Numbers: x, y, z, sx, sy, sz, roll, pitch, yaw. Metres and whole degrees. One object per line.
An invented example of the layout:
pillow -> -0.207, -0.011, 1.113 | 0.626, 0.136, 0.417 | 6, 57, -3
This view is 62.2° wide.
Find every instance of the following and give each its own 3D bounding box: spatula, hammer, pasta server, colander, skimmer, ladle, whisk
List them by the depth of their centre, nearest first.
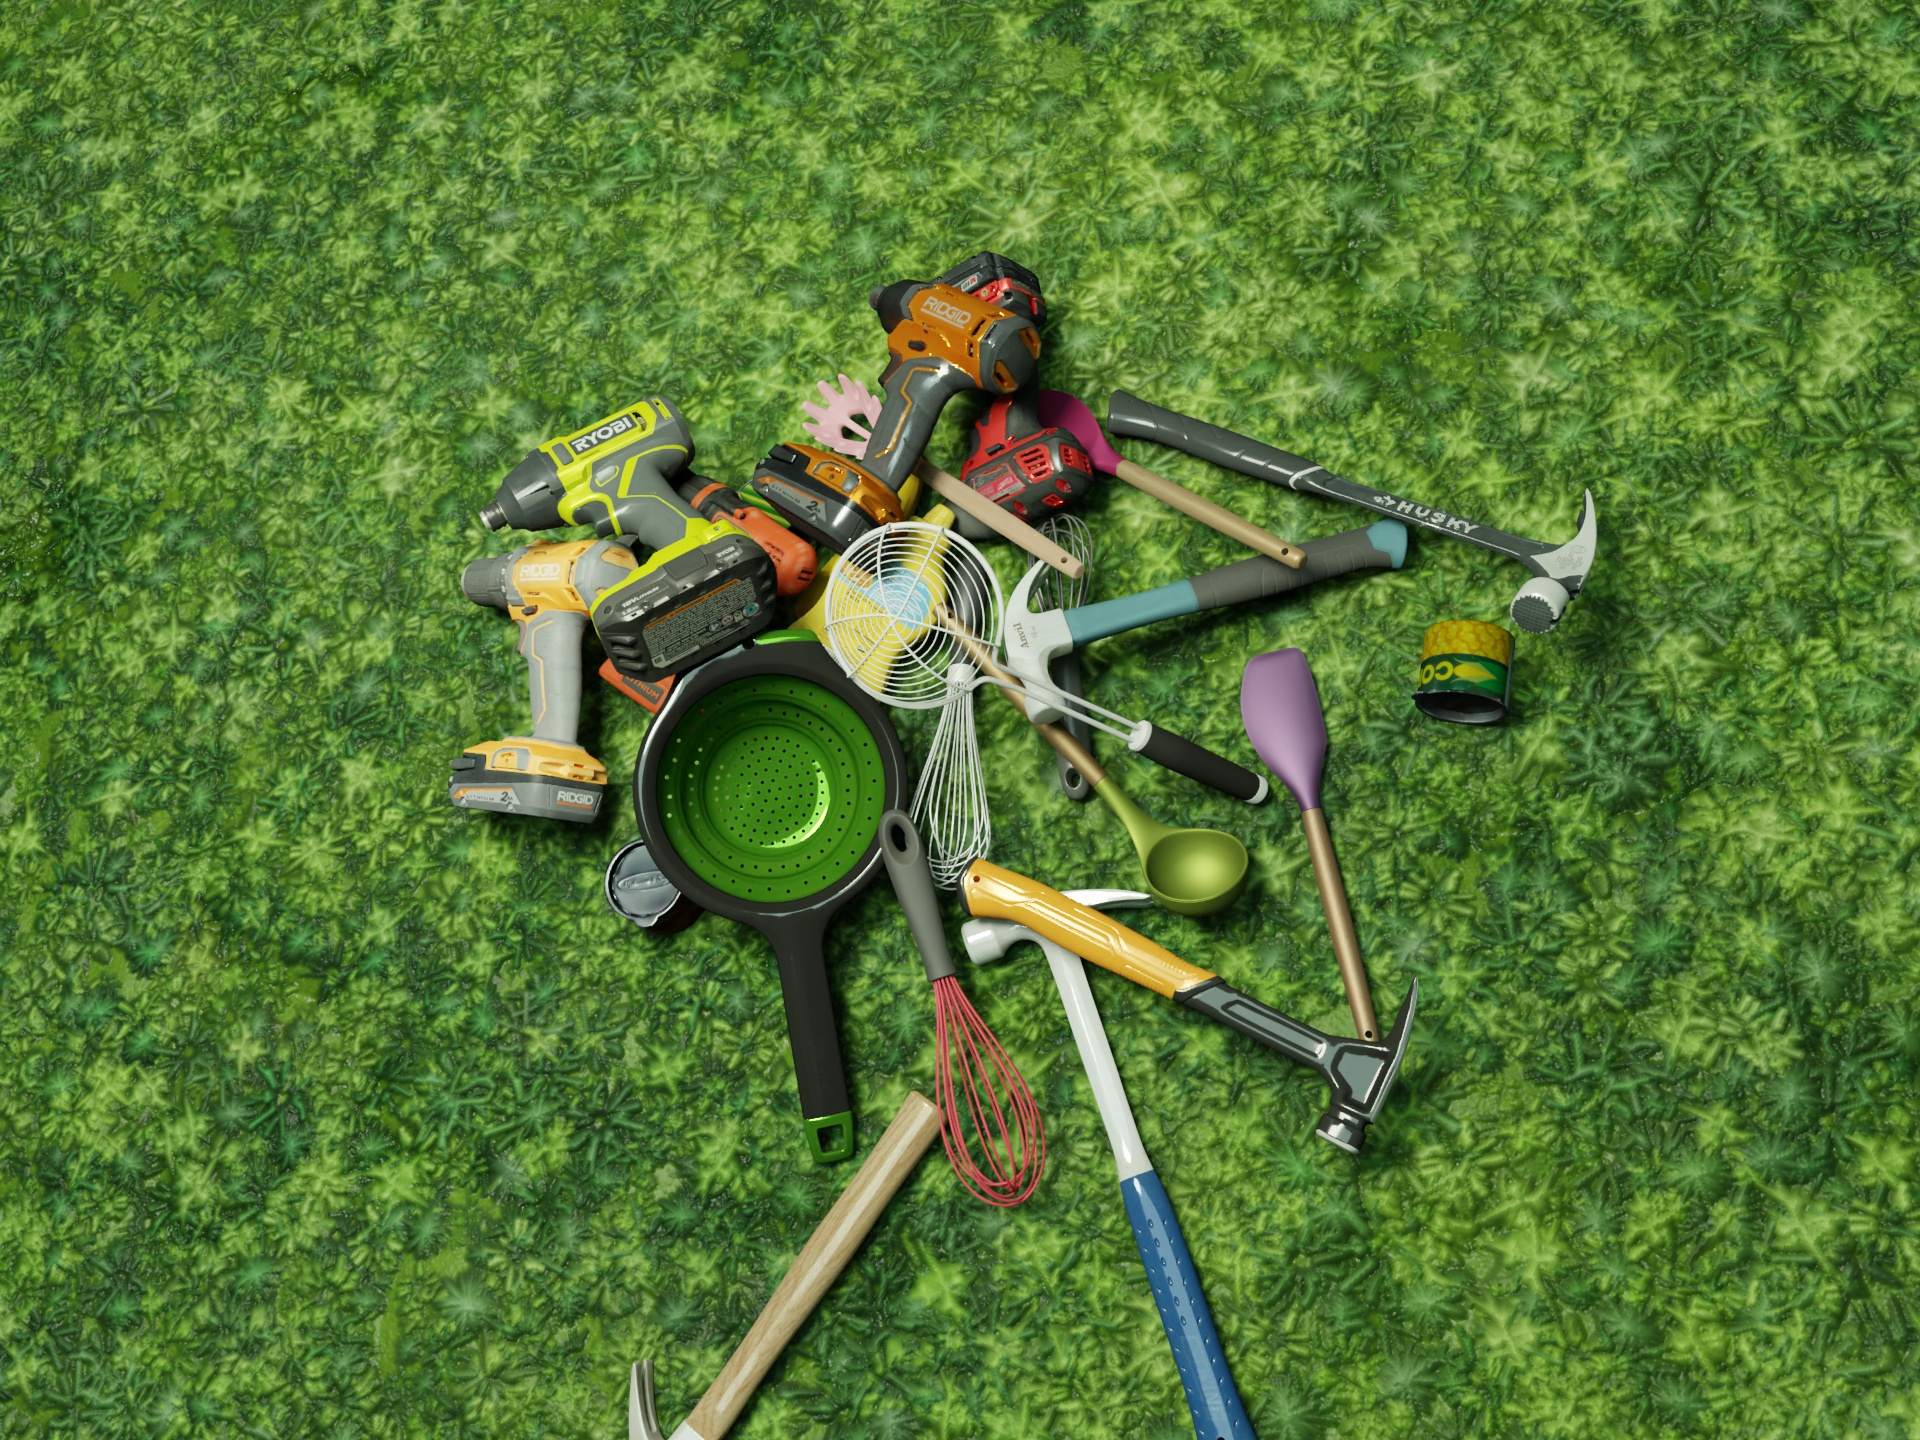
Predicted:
hammer -> 0.127, 0.310, 1.126 | 0.144, 0.035, 0.406 | -20, 68, 5
hammer -> 0.151, 0.173, 1.130 | 0.337, 0.034, 0.127 | 24, 79, 19
skimmer -> 0.072, -0.025, 1.142 | 0.127, 0.363, 0.090 | -57, 30, 16
hammer -> -0.118, 0.411, 1.145 | 0.130, 0.031, 0.331 | 32, 80, 20
whisk -> -0.006, 0.205, 1.152 | 0.073, 0.073, 0.296 | -19, 79, 5
spatula -> 0.265, 0.092, 1.182 | 0.060, 0.018, 0.316 | -15, 68, 11
ladle -> 0.091, 0.021, 1.195 | 0.078, 0.062, 0.320 | -37, 77, -26
hammer -> 0.190, -0.098, 1.219 | 0.331, 0.033, 0.128 | -16, 64, -7
colander -> -0.132, 0.133, 1.221 | 0.204, 0.094, 0.397 | -9, 87, -9
hammer -> 0.292, -0.187, 1.240 | 0.409, 0.036, 0.149 | 25, 49, 26
whisk -> -0.003, -0.004, 1.254 | 0.070, 0.070, 0.285 | 0, 67, 12
whisk -> 0.085, -0.054, 1.258 | 0.055, 0.055, 0.239 | -6, 74, 10
pasta server -> -0.016, -0.192, 1.269 | 0.316, 0.040, 0.060 | 38, 92, 35

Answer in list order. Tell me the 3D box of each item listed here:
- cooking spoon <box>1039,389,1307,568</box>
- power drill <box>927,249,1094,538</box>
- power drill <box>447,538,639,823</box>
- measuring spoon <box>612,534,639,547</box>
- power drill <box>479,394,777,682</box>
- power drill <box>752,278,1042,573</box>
cooking spoon -> 0.147, -0.190, 1.265 | 0.319, 0.017, 0.069 | 35, 92, 36
power drill -> 0.021, -0.259, 1.313 | 0.143, 0.078, 0.220 | -23, 71, 33
power drill -> -0.354, -0.036, 1.297 | 0.185, 0.084, 0.226 | 3, 82, 36
measuring spoon -> -0.275, -0.171, 1.391 | 0.034, 0.018, 0.124 | 31, 73, 21
power drill -> -0.251, -0.139, 1.198 | 0.171, 0.080, 0.223 | -29, 55, -14
power drill -> -0.060, -0.245, 1.252 | 0.164, 0.084, 0.226 | 34, 86, 34
